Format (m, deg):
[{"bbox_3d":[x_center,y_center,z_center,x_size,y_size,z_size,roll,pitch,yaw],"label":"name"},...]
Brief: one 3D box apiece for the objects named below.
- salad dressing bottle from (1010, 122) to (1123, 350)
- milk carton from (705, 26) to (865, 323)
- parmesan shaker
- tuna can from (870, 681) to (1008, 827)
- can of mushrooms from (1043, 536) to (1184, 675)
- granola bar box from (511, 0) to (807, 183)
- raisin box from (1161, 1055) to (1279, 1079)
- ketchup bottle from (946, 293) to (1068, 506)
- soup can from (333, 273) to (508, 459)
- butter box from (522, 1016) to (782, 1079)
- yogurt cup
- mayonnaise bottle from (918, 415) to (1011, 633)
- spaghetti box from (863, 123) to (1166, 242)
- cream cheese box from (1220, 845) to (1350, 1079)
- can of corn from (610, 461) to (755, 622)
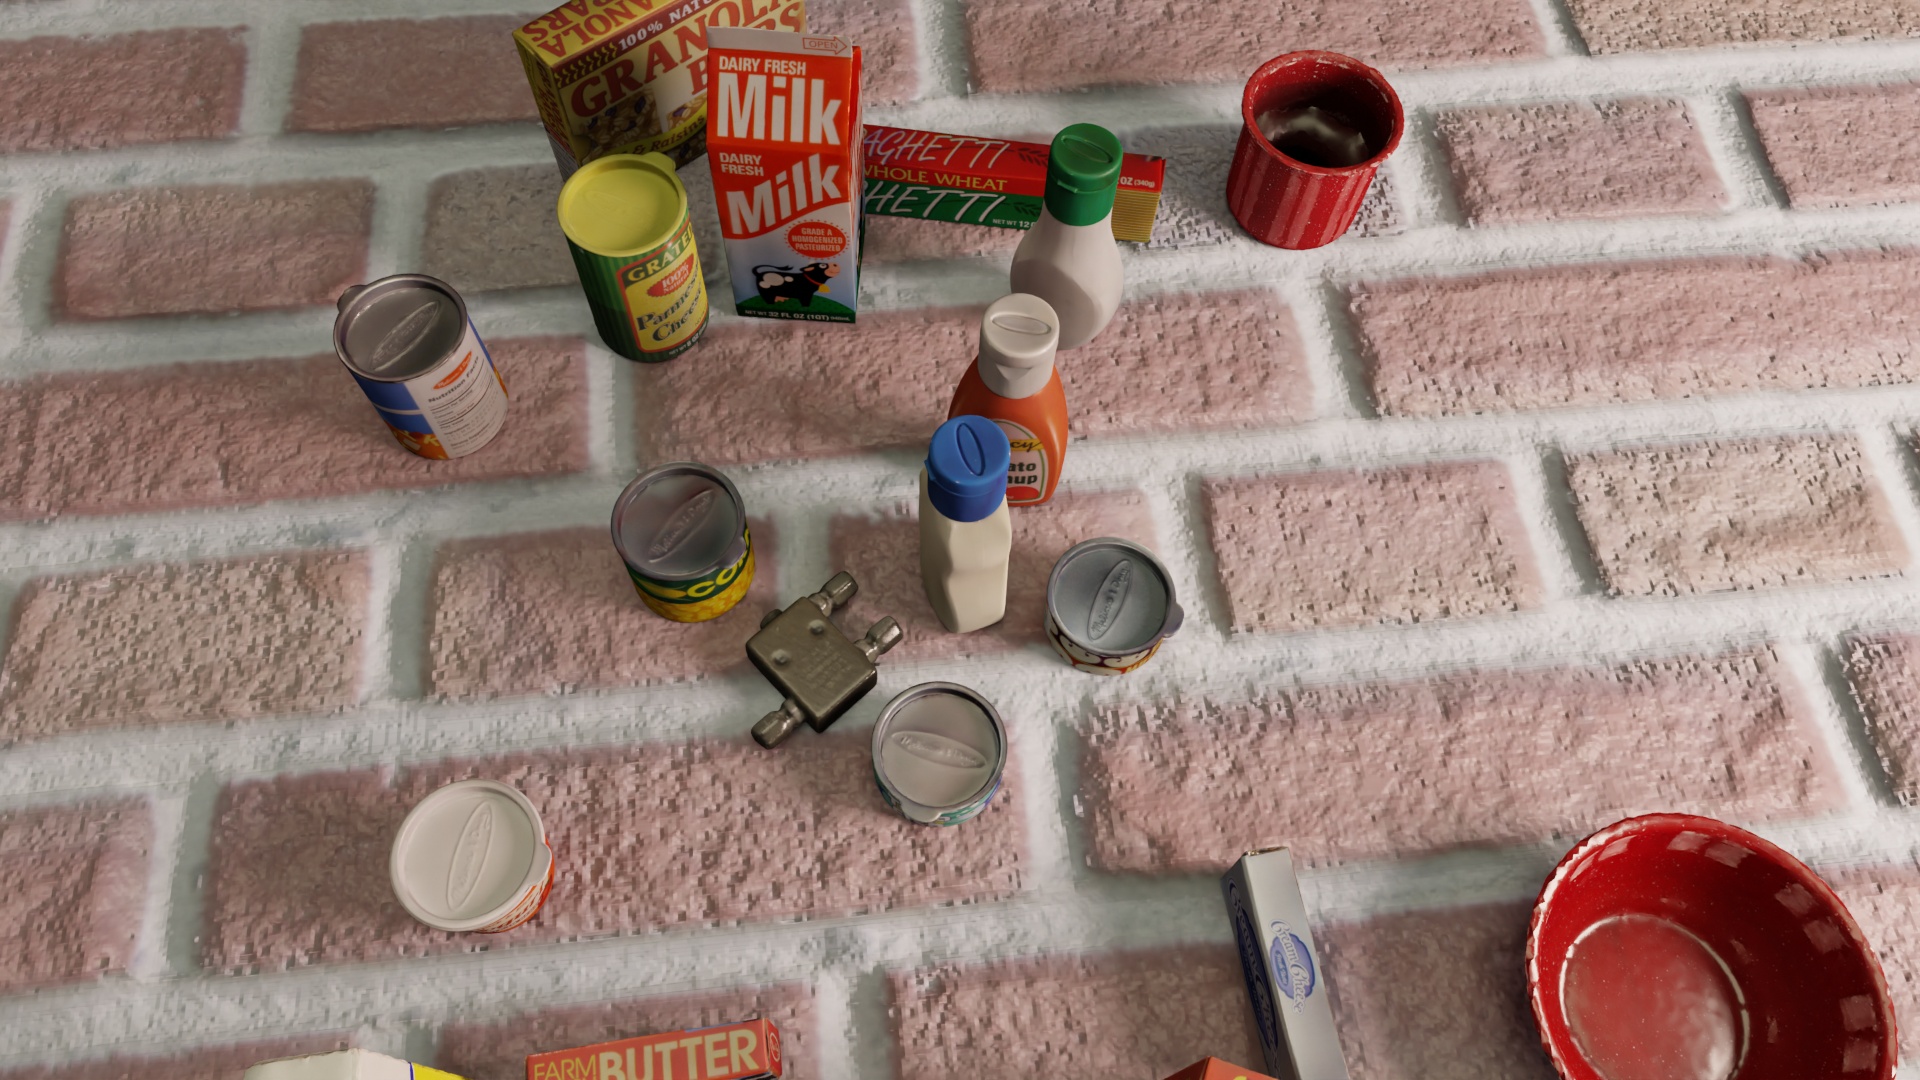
[{"bbox_3d":[0.060,-0.161,0.749,0.064,0.147,0.044,30,67,12],"label":"salad dressing bottle"},{"bbox_3d":[-0.089,-0.199,0.738,0.072,0.189,0.074,3,65,0],"label":"milk carton"},{"bbox_3d":[-0.174,-0.154,0.761,0.071,0.102,0.071,1,65,-2],"label":"parmesan shaker"},{"bbox_3d":[-0.011,0.107,0.680,0.071,0.032,0.071,1,64,-2],"label":"tuna can"},{"bbox_3d":[0.078,0.035,0.718,0.071,0.033,0.071,1,64,-2],"label":"can of mushrooms"},{"bbox_3d":[-0.166,-0.279,0.811,0.166,0.123,0.039,-37,71,-18],"label":"granola bar box"},{"bbox_3d":[0.095,0.261,0.560,0.040,0.123,0.086,18,65,6],"label":"raisin box"},{"bbox_3d":[0.025,-0.069,0.702,0.065,0.148,0.044,10,65,3],"label":"ketchup bottle"},{"bbox_3d":[-0.286,-0.092,0.738,0.071,0.083,0.071,1,64,-2],"label":"soup can"},{"bbox_3d":[-0.132,0.230,0.605,0.103,0.053,0.024,-8,65,-6],"label":"butter box"},{"bbox_3d":[-0.221,0.149,0.640,0.072,0.053,0.072,1,64,-2],"label":"yogurt cup"},{"bbox_3d":[0.002,-0.008,0.673,0.041,0.147,0.065,-16,66,-9],"label":"mayonnaise bottle"},{"bbox_3d":[-0.006,-0.215,0.827,0.250,0.050,0.029,6,65,1],"label":"spaghetti box"},{"bbox_3d":[0.146,0.197,0.631,0.024,0.053,0.104,-8,65,-6],"label":"cream cheese box"},{"bbox_3d":[-0.138,0.003,0.712,0.071,0.058,0.071,1,64,-2],"label":"can of corn"}]
